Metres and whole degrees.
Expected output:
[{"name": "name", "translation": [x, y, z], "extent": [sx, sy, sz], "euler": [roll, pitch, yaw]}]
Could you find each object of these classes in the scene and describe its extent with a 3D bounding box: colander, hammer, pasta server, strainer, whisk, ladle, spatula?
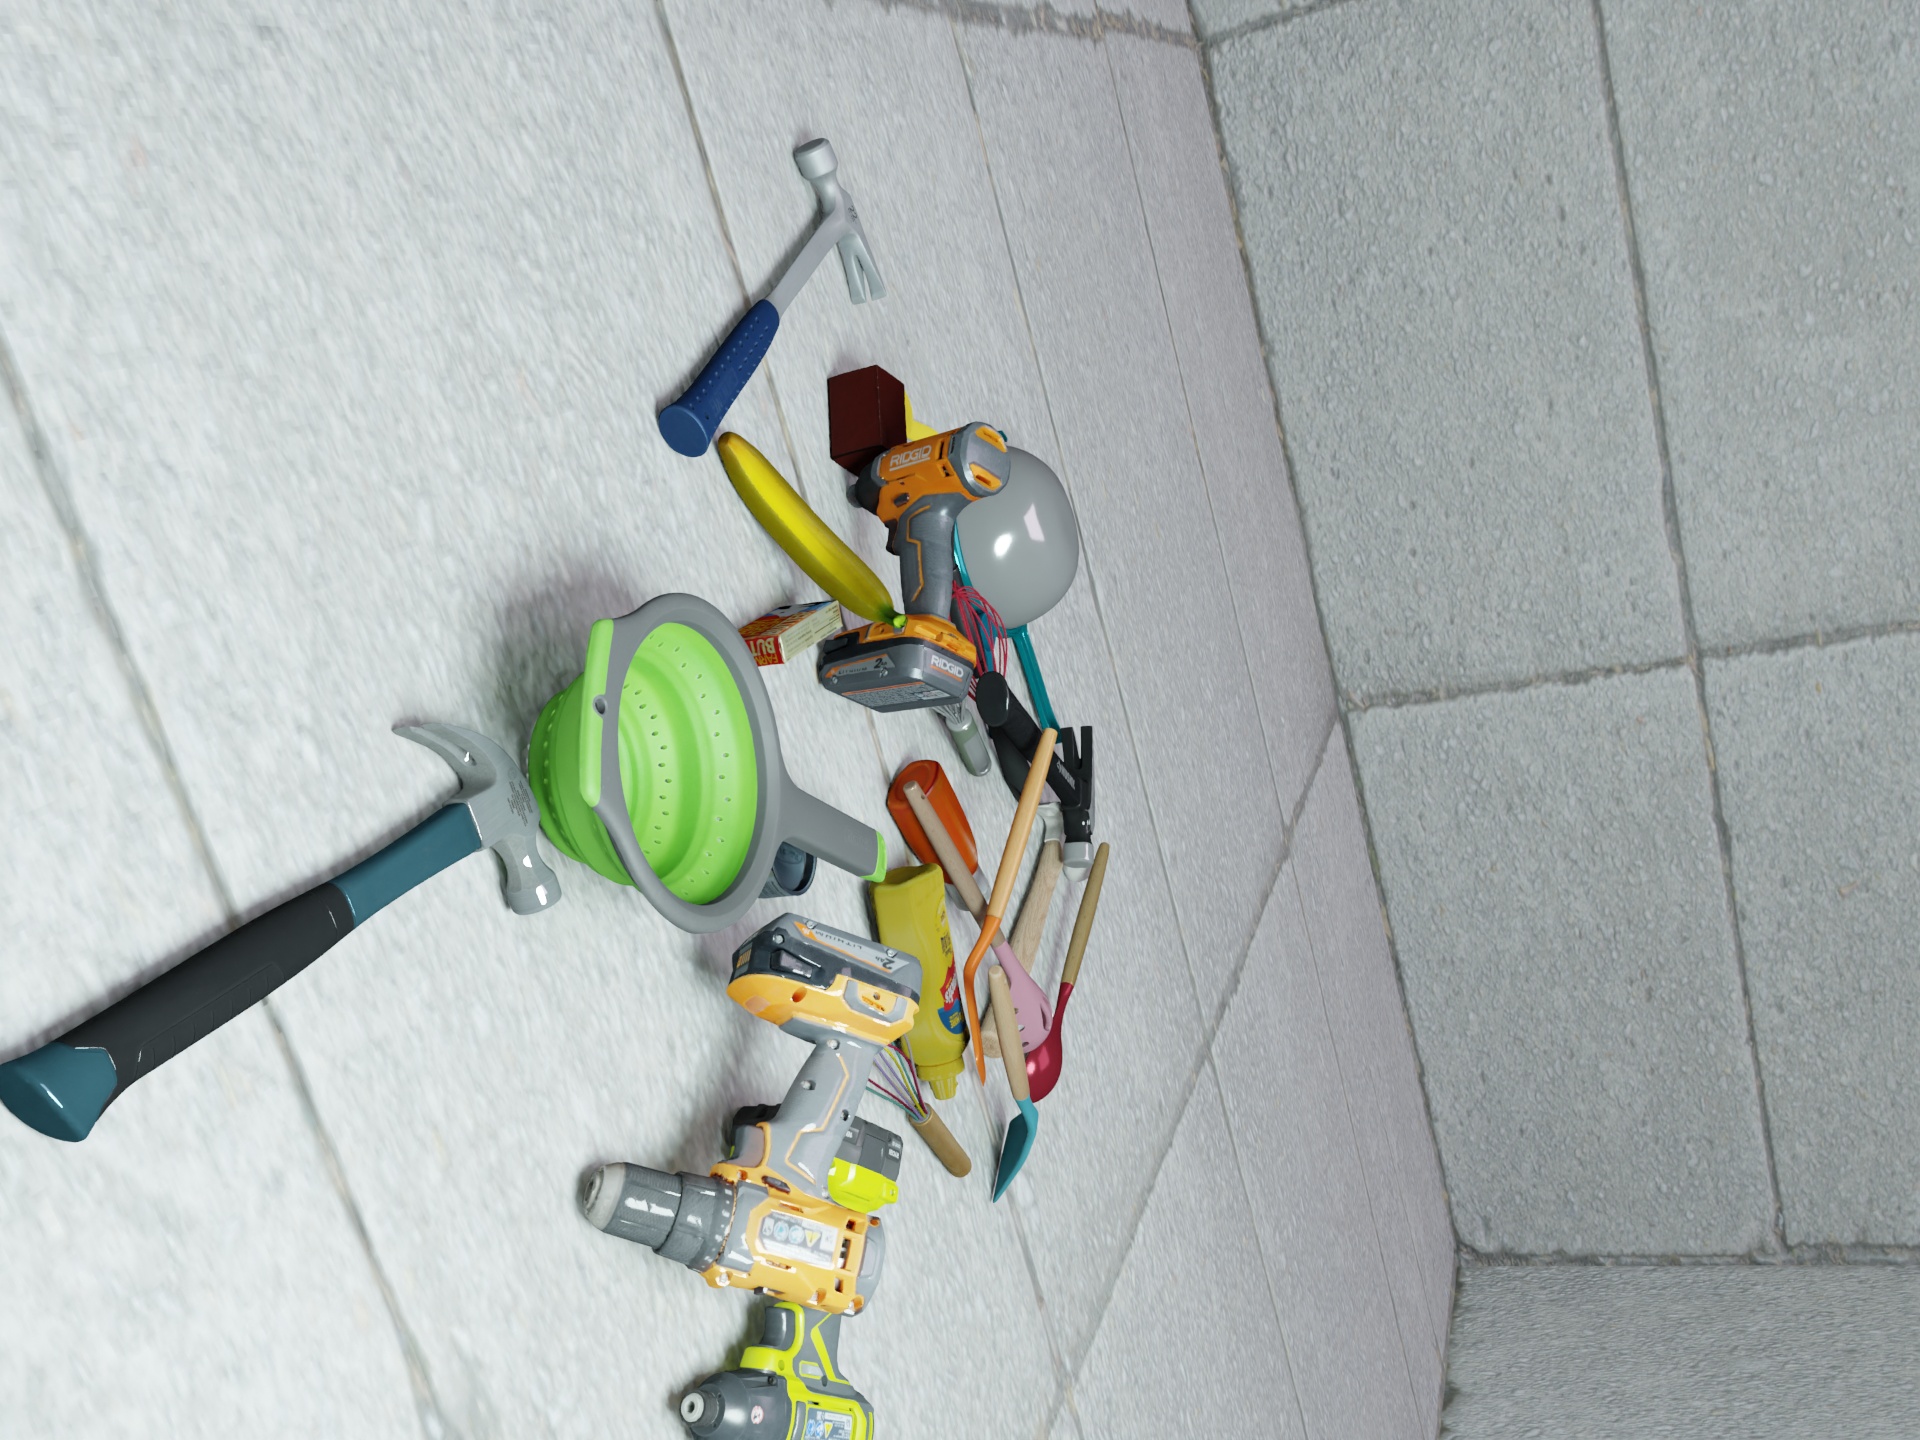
[{"name": "colander", "translation": [-0.164, 0.053, 1.039], "extent": [0.396, 0.094, 0.205], "euler": [38, 48, -62]}, {"name": "hammer", "translation": [-0.310, 0.098, 0.767], "extent": [0.331, 0.033, 0.128], "euler": [-45, 123, -61]}, {"name": "pasta server", "translation": [0.015, 0.177, 1.401], "extent": [0.316, 0.040, 0.060], "euler": [62, 31, -29]}, {"name": "strainer", "translation": [0.085, -0.137, 1.656], "extent": [0.211, 0.095, 0.340], "euler": [-48, 124, -61]}, {"name": "whisk", "translation": [-0.013, -0.141, 1.503], "extent": [0.055, 0.055, 0.238], "euler": [-64, 143, -53]}, {"name": "hammer", "translation": [0.077, 0.027, 1.525], "extent": [0.334, 0.035, 0.146], "euler": [49, 40, -62]}, {"name": "whisk", "translation": [-0.002, -0.005, 1.429], "extent": [0.058, 0.059, 0.246], "euler": [-43, 154, -10]}, {"name": "hammer", "translation": [0.070, 0.201, 1.581], "extent": [0.331, 0.031, 0.130], "euler": [-66, 140, -51]}, {"name": "hammer", "translation": [-0.147, -0.326, 1.278], "extent": [0.406, 0.035, 0.144], "euler": [-70, 143, -48]}, {"name": "whisk", "translation": [0.029, -0.018, 1.533], "extent": [0.073, 0.073, 0.295], "euler": [-75, 153, -43]}, {"name": "ladle", "translation": [0.113, 0.250, 1.620], "extent": [0.069, 0.031, 0.316], "euler": [73, 29, -44]}, {"name": "spatula", "translation": [0.044, 0.151, 1.374], "extent": [0.081, 0.041, 0.323], "euler": [79, 26, -63]}, {"name": "whisk", "translation": [-0.038, 0.311, 1.288], "extent": [0.244, 0.047, 0.051], "euler": [62, 32, -43]}, {"name": "spatula", "translation": [0.037, 0.303, 1.350], "extent": [0.317, 0.044, 0.082], "euler": [80, 20, -45]}]

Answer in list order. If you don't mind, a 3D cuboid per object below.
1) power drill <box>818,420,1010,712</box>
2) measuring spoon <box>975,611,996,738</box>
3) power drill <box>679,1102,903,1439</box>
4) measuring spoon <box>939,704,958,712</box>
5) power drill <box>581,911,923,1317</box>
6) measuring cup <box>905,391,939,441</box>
[{"name": "power drill", "translation": [-0.047, -0.126, 1.310], "extent": [0.084, 0.164, 0.227], "euler": [24, 68, -42]}, {"name": "measuring spoon", "translation": [0.021, -0.045, 1.587], "extent": [0.042, 0.021, 0.128], "euler": [-25, 114, -66]}, {"name": "power drill", "translation": [-0.112, 0.377, 1.061], "extent": [0.171, 0.080, 0.223], "euler": [41, 48, -49]}, {"name": "measuring spoon", "translation": [-0.006, 0.000, 1.509], "extent": [0.124, 0.018, 0.034], "euler": [55, 21, -56]}, {"name": "power drill", "translation": [-0.124, 0.239, 0.997], "extent": [0.185, 0.084, 0.226], "euler": [22, 59, -19]}, {"name": "measuring cup", "translation": [-0.043, -0.281, 1.501], "extent": [0.156, 0.029, 0.062], "euler": [6, 76, -64]}]
